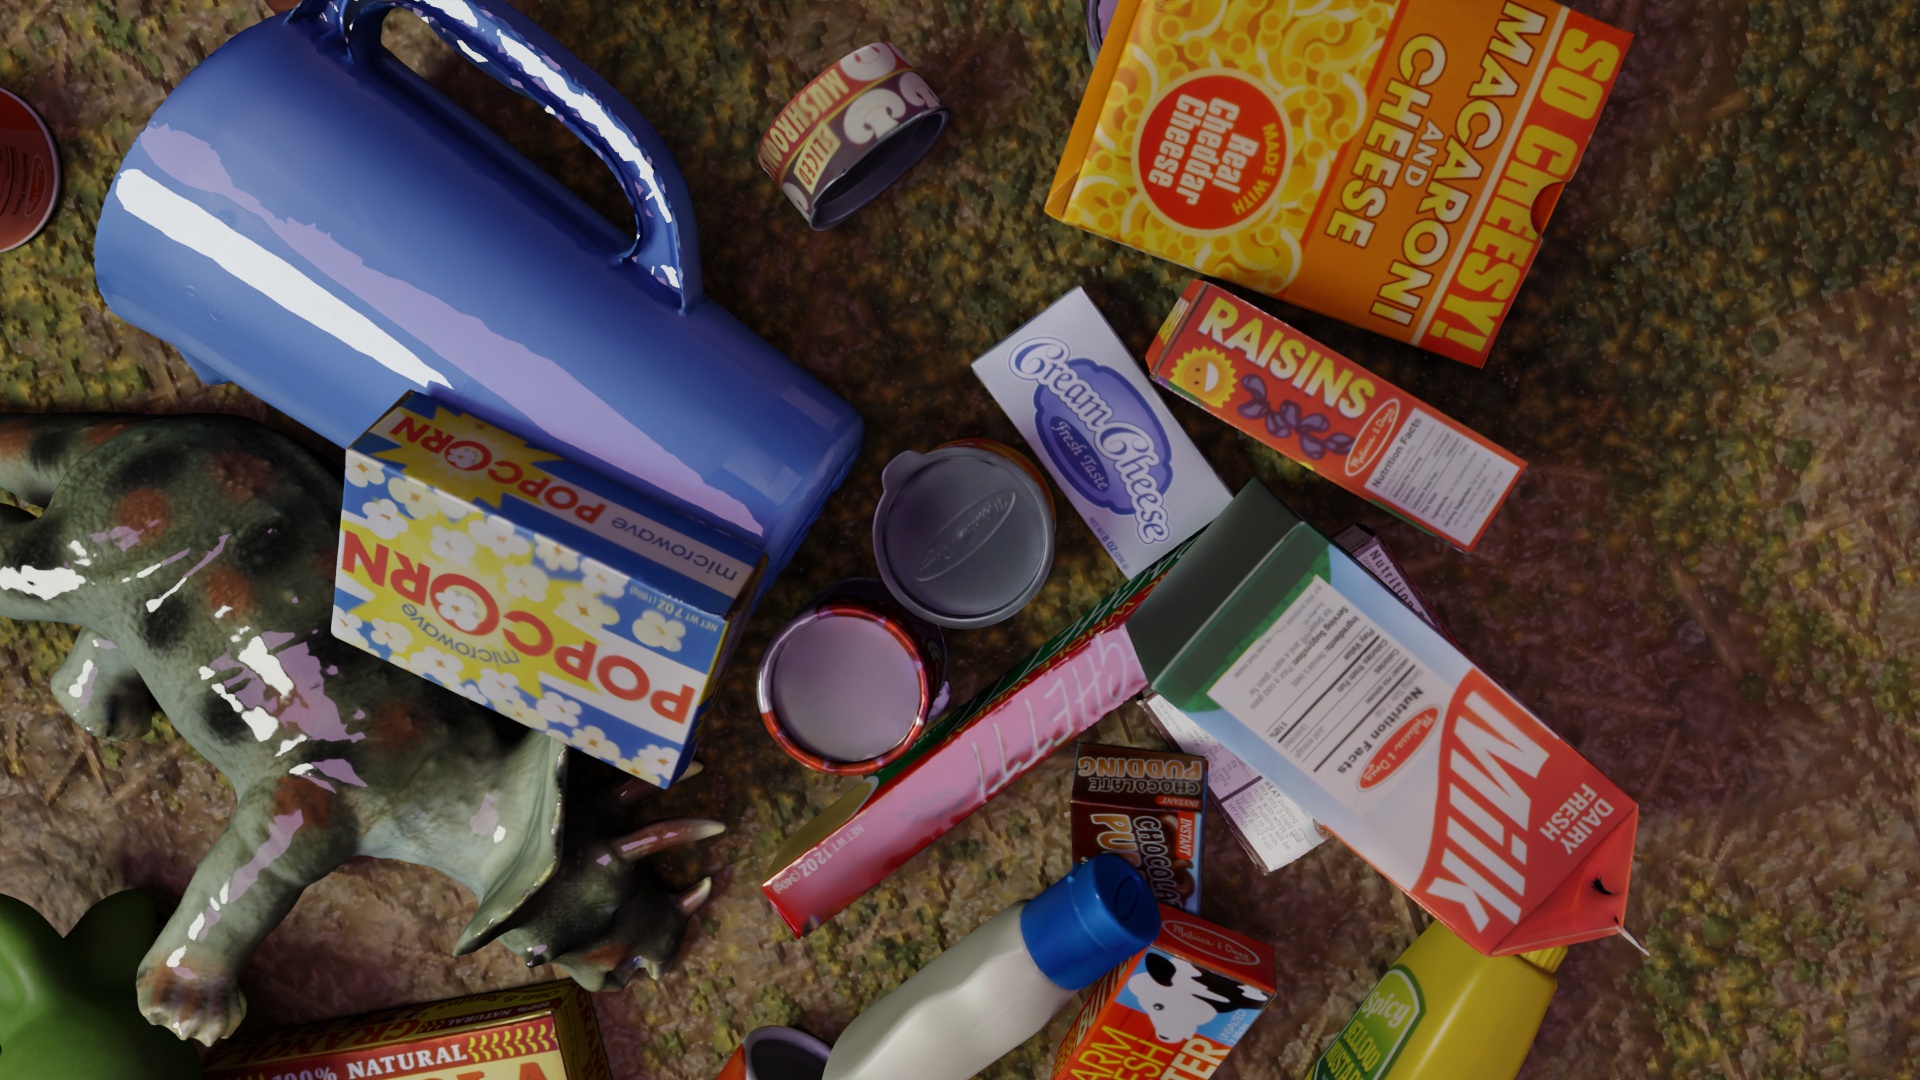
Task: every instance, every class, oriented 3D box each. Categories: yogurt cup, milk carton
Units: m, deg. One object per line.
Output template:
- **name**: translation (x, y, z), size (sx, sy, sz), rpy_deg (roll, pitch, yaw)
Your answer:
- **yogurt cup**: translation (-0.399, -0.147, 0.539), size (0.072, 0.054, 0.072), rpy_deg (1, 98, 4)
- **milk carton**: translation (0.154, 0.070, 0.476), size (0.190, 0.072, 0.073), rpy_deg (39, 100, -8)

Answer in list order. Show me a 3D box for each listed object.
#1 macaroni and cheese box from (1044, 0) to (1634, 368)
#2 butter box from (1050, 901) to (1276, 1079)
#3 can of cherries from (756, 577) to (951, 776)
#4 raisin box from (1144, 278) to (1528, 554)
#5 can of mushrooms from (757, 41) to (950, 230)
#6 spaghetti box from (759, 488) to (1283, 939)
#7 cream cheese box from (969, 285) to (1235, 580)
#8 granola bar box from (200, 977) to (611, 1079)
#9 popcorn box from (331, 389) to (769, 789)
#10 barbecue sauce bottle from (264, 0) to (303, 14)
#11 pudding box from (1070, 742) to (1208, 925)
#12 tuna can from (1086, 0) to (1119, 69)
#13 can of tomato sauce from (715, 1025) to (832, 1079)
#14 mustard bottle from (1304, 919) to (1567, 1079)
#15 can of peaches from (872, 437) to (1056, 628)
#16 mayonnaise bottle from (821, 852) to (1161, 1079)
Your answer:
- **macaroni and cheese box**: translation (0.129, -0.143, 0.482), size (0.166, 0.040, 0.123), rpy_deg (16, 106, -12)
- **butter box**: translation (0.077, 0.188, 0.541), size (0.053, 0.024, 0.103), rpy_deg (22, 124, -1)
- **can of cherries**: translation (-0.038, 0.052, 0.536), size (0.071, 0.058, 0.071), rpy_deg (1, 97, 5)
- **raisin box**: translation (0.128, -0.048, 0.497), size (0.123, 0.086, 0.040), rpy_deg (30, 104, 0)
- **can of mushrooms**: translation (-0.040, -0.146, 0.505), size (0.071, 0.071, 0.033), rpy_deg (-38, 92, 8)
- **spaghetti box**: translation (0.029, 0.064, 0.537), size (0.250, 0.050, 0.028), rpy_deg (-38, 95, 7)
- **cream cheese box**: translation (0.055, -0.042, 0.535), size (0.053, 0.024, 0.104), rpy_deg (-37, 94, 6)
- **granola bar box**: translation (-0.229, 0.262, 0.586), size (0.165, 0.039, 0.124), rpy_deg (-11, 96, 5)
- **popcorn box**: translation (-0.134, 0.018, 0.447), size (0.127, 0.038, 0.084), rpy_deg (25, 129, -1)
- **barbecue sauce bottle**: translation (-0.192, -0.243, 0.518), size (0.148, 0.044, 0.064), rpy_deg (-15, 96, 5)
- **pudding box**: translation (0.068, 0.115, 0.528), size (0.050, 0.030, 0.083), rpy_deg (4, 133, 11)
- **tuna can**: translation (0.081, -0.189, 0.509), size (0.071, 0.033, 0.071), rpy_deg (1, 97, 4)
- **can of tomato sauce**: translation (-0.083, 0.249, 0.559), size (0.071, 0.071, 0.083), rpy_deg (34, 98, -1)
- **mustard bottle**: translation (0.188, 0.184, 0.536), size (0.049, 0.065, 0.160), rpy_deg (33, 93, -6)
- **can of peaches**: translation (0.002, -0.007, 0.526), size (0.071, 0.058, 0.071), rpy_deg (1, 98, 5)
- **mayonnaise bottle**: translation (0.011, 0.171, 0.526), size (0.041, 0.065, 0.147), rpy_deg (48, 117, 0)
